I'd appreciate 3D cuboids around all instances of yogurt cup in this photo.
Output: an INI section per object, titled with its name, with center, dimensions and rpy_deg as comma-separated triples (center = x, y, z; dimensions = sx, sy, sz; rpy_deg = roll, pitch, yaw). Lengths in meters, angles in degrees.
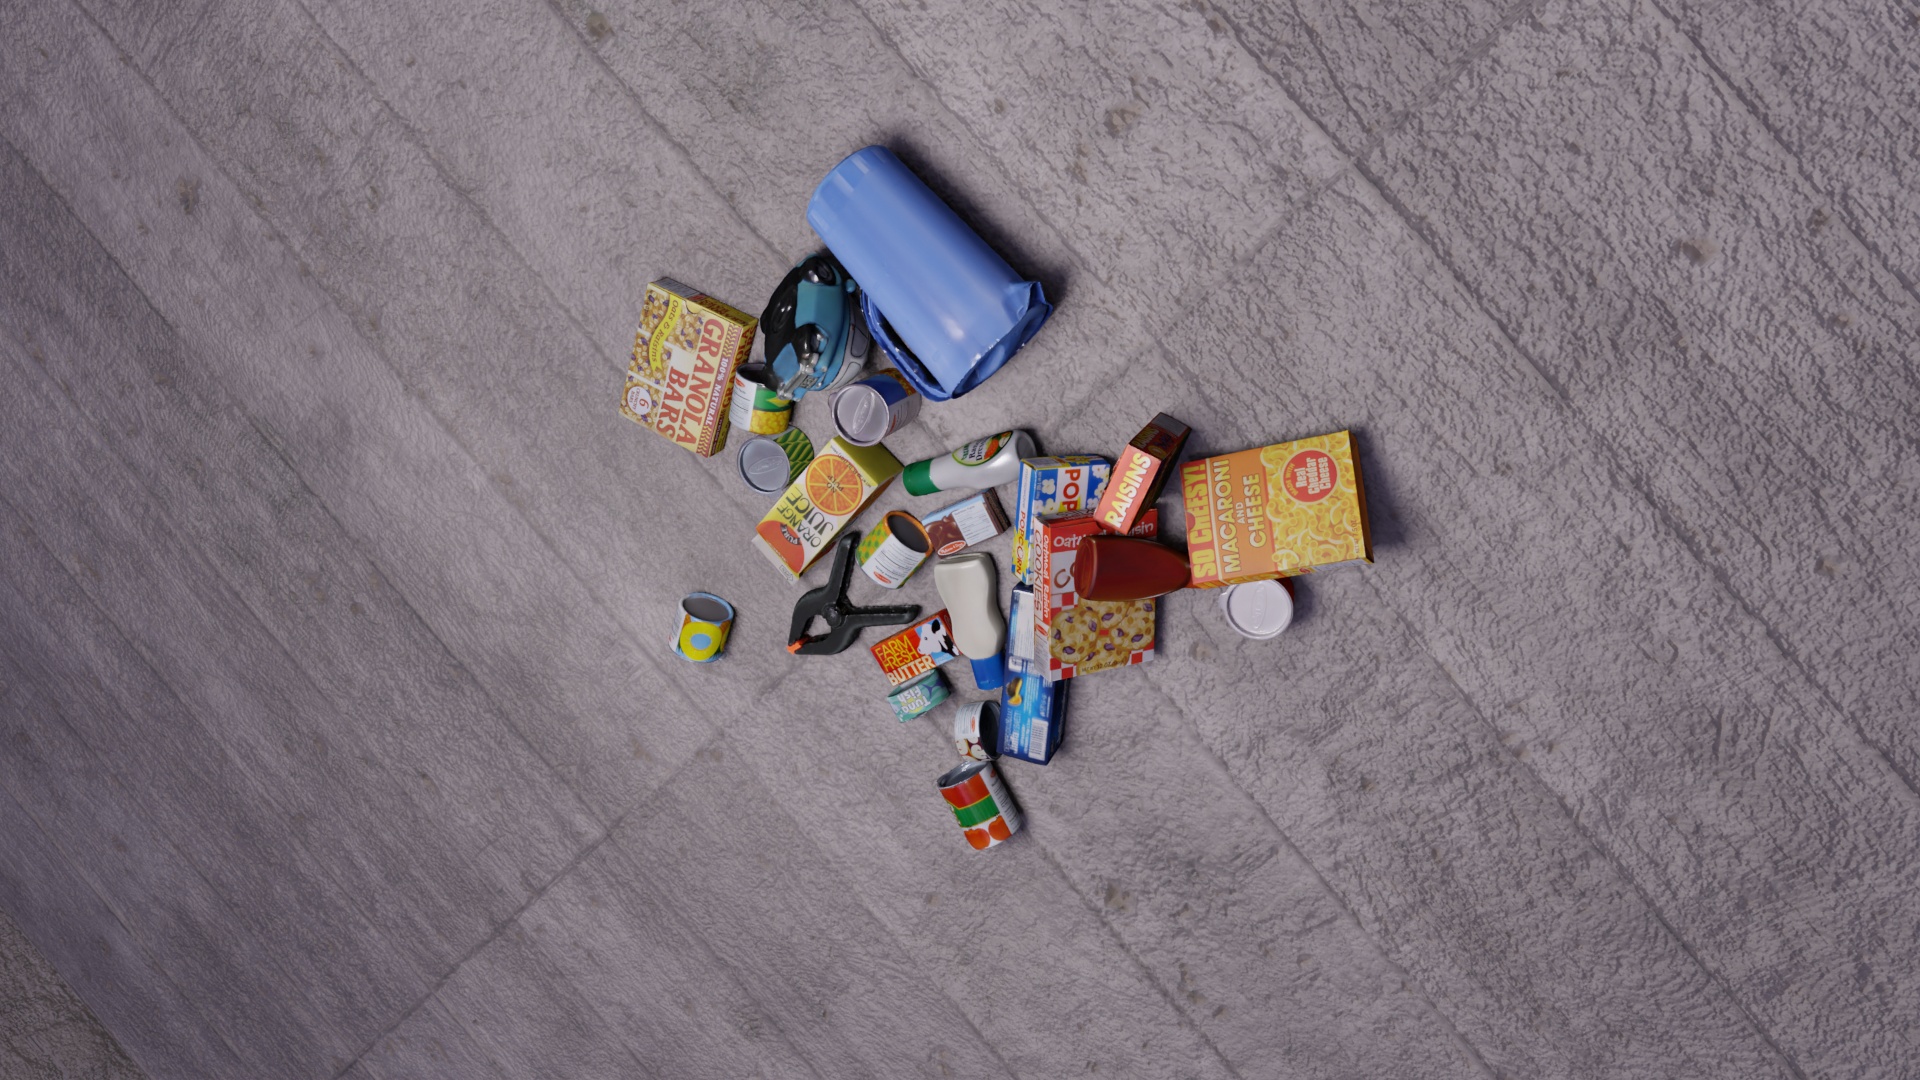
[yogurt cup]
center = 0.298, 0.058, 1.370
dimensions = 0.072, 0.054, 0.072
rpy_deg = 8, 111, 20

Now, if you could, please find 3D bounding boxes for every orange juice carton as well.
[orange juice carton]
center = -0.154, -0.034, 1.519
dimensions = 0.072, 0.073, 0.192
rpy_deg = 46, 119, 2

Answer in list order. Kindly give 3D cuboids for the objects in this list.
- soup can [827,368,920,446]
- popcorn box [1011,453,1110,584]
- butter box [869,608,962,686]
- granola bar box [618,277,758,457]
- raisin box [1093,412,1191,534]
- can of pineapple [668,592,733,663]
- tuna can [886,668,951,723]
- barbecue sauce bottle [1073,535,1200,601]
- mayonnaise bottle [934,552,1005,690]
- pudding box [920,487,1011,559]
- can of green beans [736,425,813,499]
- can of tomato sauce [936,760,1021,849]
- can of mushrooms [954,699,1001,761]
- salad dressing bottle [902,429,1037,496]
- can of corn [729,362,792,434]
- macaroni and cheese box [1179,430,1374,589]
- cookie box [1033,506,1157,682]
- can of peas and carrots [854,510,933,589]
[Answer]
[soup can]
center = -0.089, -0.141, 1.448
dimensions = 0.071, 0.084, 0.071
rpy_deg = 7, 111, 21
[popcorn box]
center = 0.101, -0.022, 1.409
dimensions = 0.038, 0.085, 0.126
rpy_deg = -140, 49, -57
[butter box]
center = -0.047, 0.121, 1.556
dimensions = 0.103, 0.024, 0.053
rpy_deg = -27, 97, 28
[granola bar box]
center = -0.305, -0.192, 1.548
dimensions = 0.124, 0.039, 0.164
rpy_deg = 26, 116, 13
[raisin box]
center = 0.176, -0.066, 1.339
dimensions = 0.040, 0.124, 0.085
rpy_deg = 29, 117, 11
[can of pineapple]
center = -0.304, 0.103, 1.636
dimensions = 0.071, 0.071, 0.057
rpy_deg = 26, 116, 13
[tuna can]
center = -0.047, 0.173, 1.548
dimensions = 0.071, 0.071, 0.033
rpy_deg = -27, 95, 28
[barbecue sauce bottle]
center = 0.186, 0.028, 1.366
dimensions = 0.149, 0.044, 0.064
rpy_deg = 2, 99, -23
[mayonnaise bottle]
center = 0.018, 0.088, 1.508
dimensions = 0.064, 0.041, 0.147
rpy_deg = -7, 106, 26
[pudding box]
center = 0.005, -0.019, 1.482
dimensions = 0.083, 0.030, 0.049
rpy_deg = -23, 99, 28
[can of green beans]
center = -0.203, -0.089, 1.529
dimensions = 0.071, 0.058, 0.071
rpy_deg = 7, 111, 20
[can of tomato sauce]
center = 0.020, 0.296, 1.565
dimensions = 0.071, 0.071, 0.083
rpy_deg = -24, 98, 28
[can of mushrooms]
center = 0.023, 0.212, 1.536
dimensions = 0.033, 0.071, 0.071
rpy_deg = -11, 104, 26
[salad dressing bottle]
center = 0.007, -0.077, 1.446
dimensions = 0.147, 0.064, 0.044
rpy_deg = -13, 125, 34
[can of corn]
center = -0.213, -0.154, 1.508
dimensions = 0.071, 0.071, 0.058
rpy_deg = 21, 116, 15
[macaroni and cheese box]
center = 0.297, -0.028, 1.320
dimensions = 0.166, 0.040, 0.124
rpy_deg = -11, 74, 25
[cookie box]
center = 0.137, 0.050, 1.402
dimensions = 0.040, 0.123, 0.166
rpy_deg = -145, 50, -60
[can of peas and carrots]
center = -0.071, 0.008, 1.505
dimensions = 0.071, 0.071, 0.058
rpy_deg = 44, 118, 3
